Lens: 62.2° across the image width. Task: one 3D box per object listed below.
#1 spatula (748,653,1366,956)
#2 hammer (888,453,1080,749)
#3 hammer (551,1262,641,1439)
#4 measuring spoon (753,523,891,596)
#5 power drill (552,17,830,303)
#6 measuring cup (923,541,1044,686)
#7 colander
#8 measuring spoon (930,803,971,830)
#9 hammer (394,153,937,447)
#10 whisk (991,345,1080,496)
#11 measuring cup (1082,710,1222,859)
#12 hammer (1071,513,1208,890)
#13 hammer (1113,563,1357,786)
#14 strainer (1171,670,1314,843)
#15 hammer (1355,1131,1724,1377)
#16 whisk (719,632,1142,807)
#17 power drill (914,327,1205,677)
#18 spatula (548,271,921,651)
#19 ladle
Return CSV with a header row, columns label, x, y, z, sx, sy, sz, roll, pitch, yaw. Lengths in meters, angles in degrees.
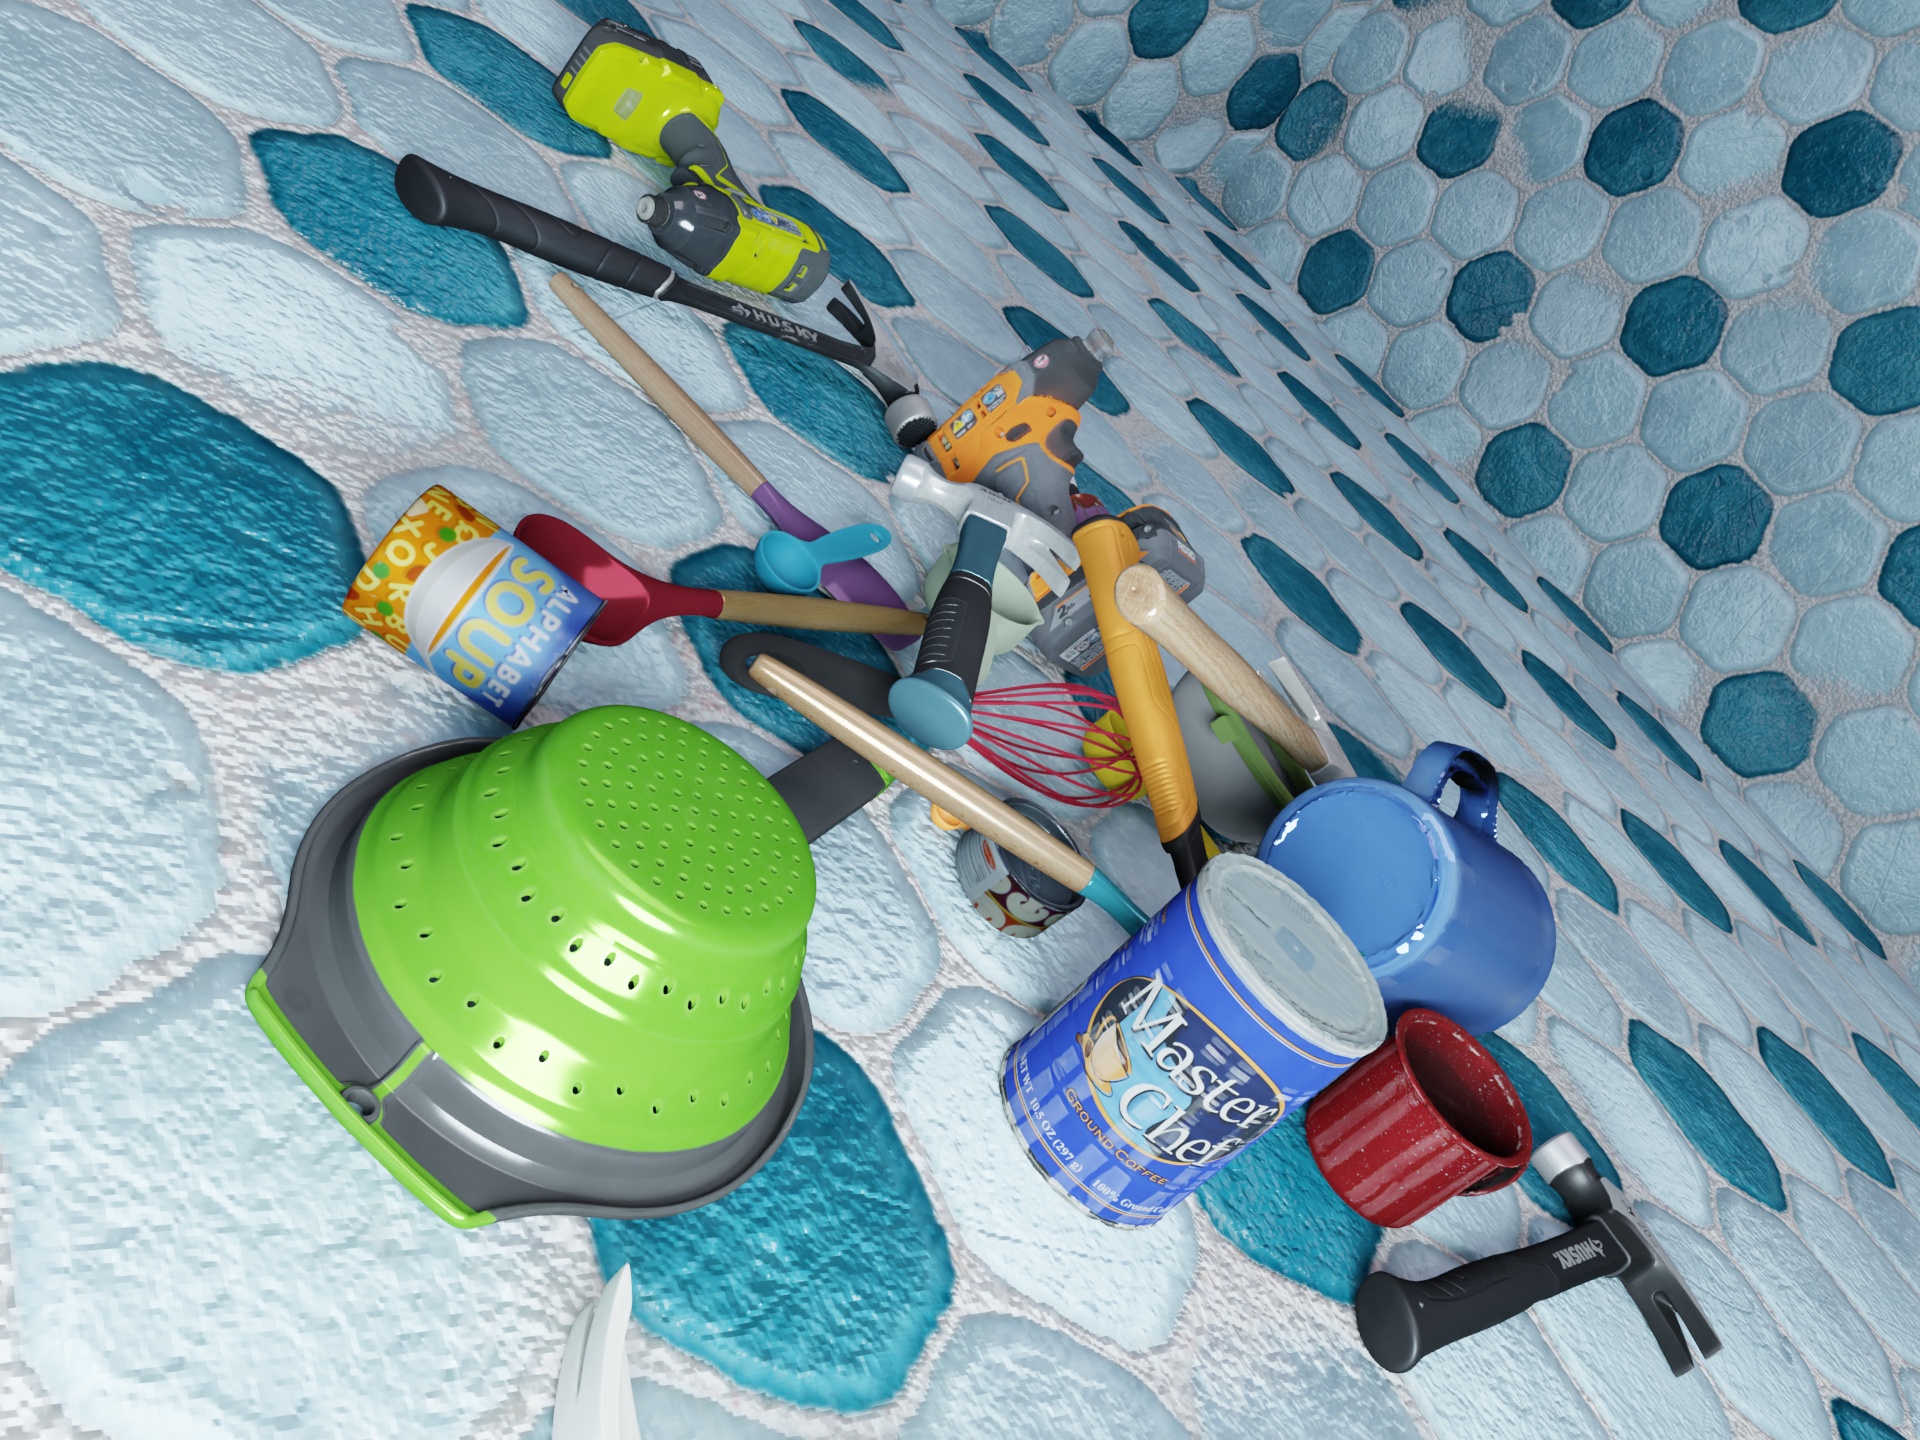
label,x,y,z,sx,sy,sz,roll,pitch,yaw
spatula,0.041,0.051,0.745,0.317,0.082,0.044,33,68,-12
hammer,0.002,-0.070,0.903,0.128,0.033,0.331,23,26,-5
hammer,0.052,0.275,0.545,0.410,0.038,0.146,21,31,-37
measuring spoon,-0.080,-0.095,0.934,0.042,0.021,0.128,55,33,5
power drill,-0.211,-0.421,1.205,0.171,0.080,0.223,1,50,-54
measuring cup,0.006,-0.053,0.985,0.083,0.038,0.168,36,28,-13
colander,-0.090,0.041,0.637,0.204,0.094,0.397,45,26,5
measuring spoon,0.026,0.069,0.860,0.116,0.011,0.021,28,40,-35
hammer,-0.186,-0.294,1.079,0.408,0.036,0.149,11,46,-46
whisk,0.077,-0.214,1.312,0.070,0.070,0.285,23,36,-34
measuring cup,0.130,0.063,1.003,0.156,0.029,0.062,54,21,-4
hammer,0.110,0.036,0.876,0.127,0.034,0.337,11,59,-47
hammer,0.171,-0.017,0.946,0.331,0.031,0.130,32,30,-54
strainer,0.206,0.065,1.073,0.256,0.069,0.152,51,17,-23
hammer,0.308,0.305,0.858,0.334,0.035,0.146,9,40,-48
whisk,-0.001,-0.003,0.875,0.295,0.073,0.073,15,37,-35
power drill,0.076,-0.162,1.105,0.084,0.164,0.227,26,30,-53
spatula,-0.138,-0.159,0.965,0.316,0.018,0.060,45,30,4
ladle,-0.110,-0.061,0.835,0.315,0.031,0.069,2,61,-53
